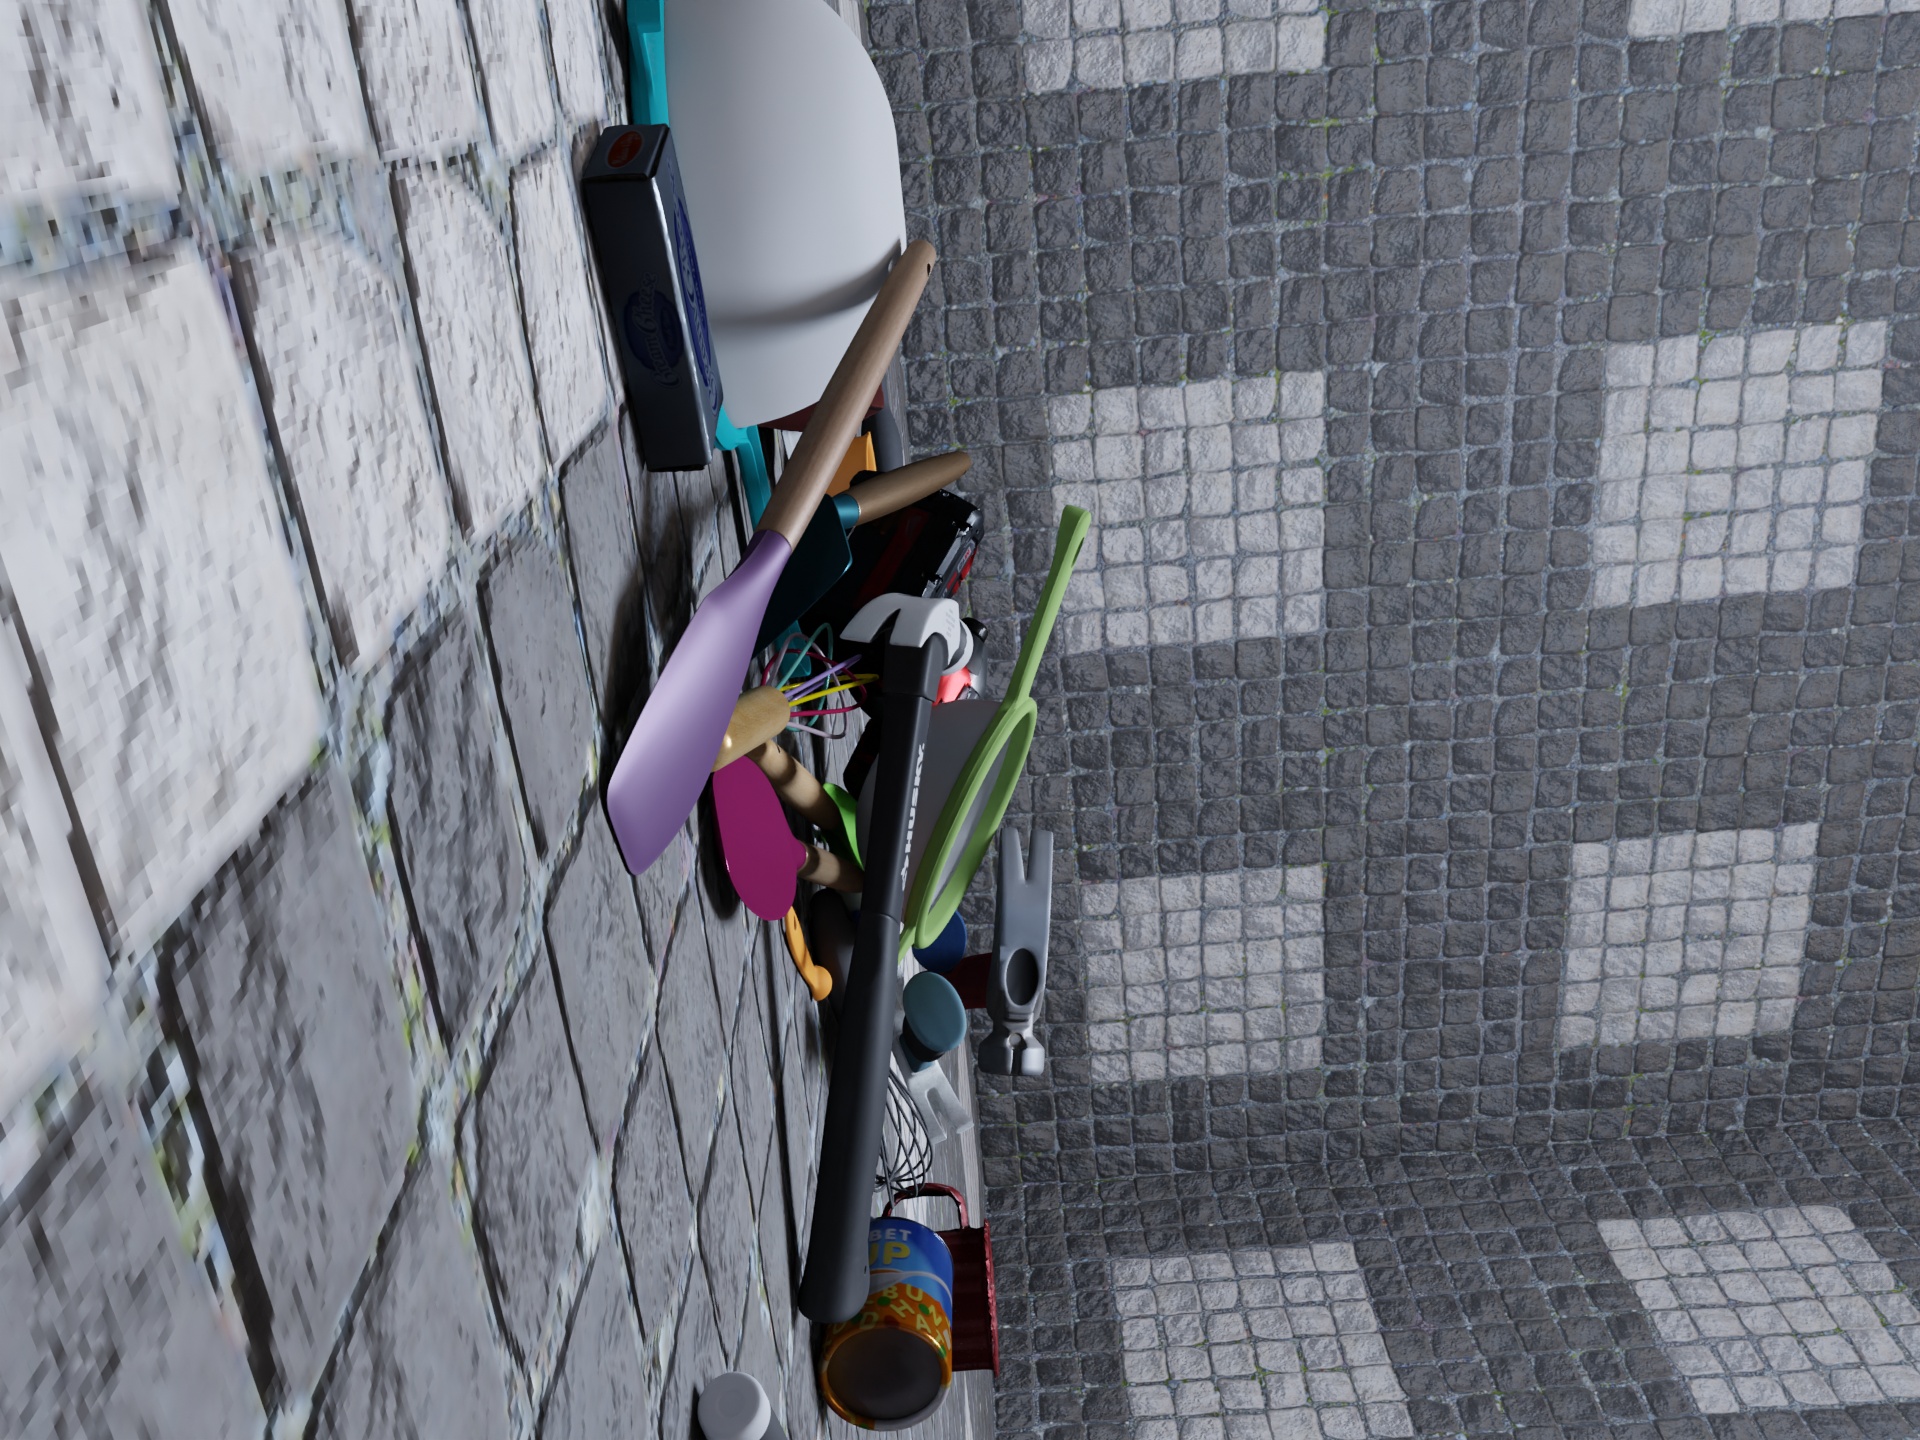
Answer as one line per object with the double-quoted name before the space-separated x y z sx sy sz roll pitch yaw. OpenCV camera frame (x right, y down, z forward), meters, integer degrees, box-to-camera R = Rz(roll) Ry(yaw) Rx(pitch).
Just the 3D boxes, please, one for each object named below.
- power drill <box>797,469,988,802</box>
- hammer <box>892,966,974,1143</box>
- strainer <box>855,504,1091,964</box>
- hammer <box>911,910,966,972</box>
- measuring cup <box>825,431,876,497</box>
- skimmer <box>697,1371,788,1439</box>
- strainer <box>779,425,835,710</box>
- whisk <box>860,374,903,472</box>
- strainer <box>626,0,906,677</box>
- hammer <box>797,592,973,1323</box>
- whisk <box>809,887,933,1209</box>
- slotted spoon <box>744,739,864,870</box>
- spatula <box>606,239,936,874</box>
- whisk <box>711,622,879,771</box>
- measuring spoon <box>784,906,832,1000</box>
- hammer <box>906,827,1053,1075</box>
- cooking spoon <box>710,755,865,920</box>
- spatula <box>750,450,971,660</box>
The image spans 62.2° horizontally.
"power drill" -0.030 -0.043 0.953 0.143 0.078 0.219 -61 161 -22
"hammer" -0.024 0.196 0.988 0.331 0.033 0.128 104 -37 -74
"strainer" -0.001 -0.003 0.856 0.151 0.069 0.256 -39 150 -69
"hammer" -0.032 0.107 1.149 0.405 0.035 0.144 -121 -144 -80
"measuring cup" -0.077 -0.126 1.029 0.173 0.052 0.095 91 -5 -84
"skimmer" -0.025 0.353 0.611 0.127 0.090 0.362 -53 148 -37
"strainer" -0.086 -0.118 0.914 0.087 0.050 0.258 -93 -179 -61
"whisk" -0.073 -0.305 1.173 0.070 0.070 0.284 17 65 -89
"strainer" -0.065 -0.171 0.711 0.211 0.095 0.340 -93 176 -59
"hammer" -0.040 0.105 0.733 0.146 0.035 0.335 26 71 -80
"whisk" -0.057 0.195 0.929 0.055 0.055 0.238 -93 173 -59
"slotted spoon" -0.077 0.045 0.854 0.070 0.031 0.313 62 -2 13
"spatula" -0.058 -0.078 0.566 0.059 0.018 0.316 84 20 -49
"whisk" -0.074 -0.008 0.672 0.245 0.047 0.051 -50 161 -81
"measuring spoon" -0.079 0.121 0.831 0.116 0.011 0.021 83 3 -62
"hammer" 0.005 0.166 1.097 0.386 0.038 0.143 132 -37 -76
"cooking spoon" -0.075 0.066 0.749 0.318 0.017 0.069 56 21 -79
"spatula" -0.038 -0.087 0.705 0.044 0.082 0.317 50 23 -2
